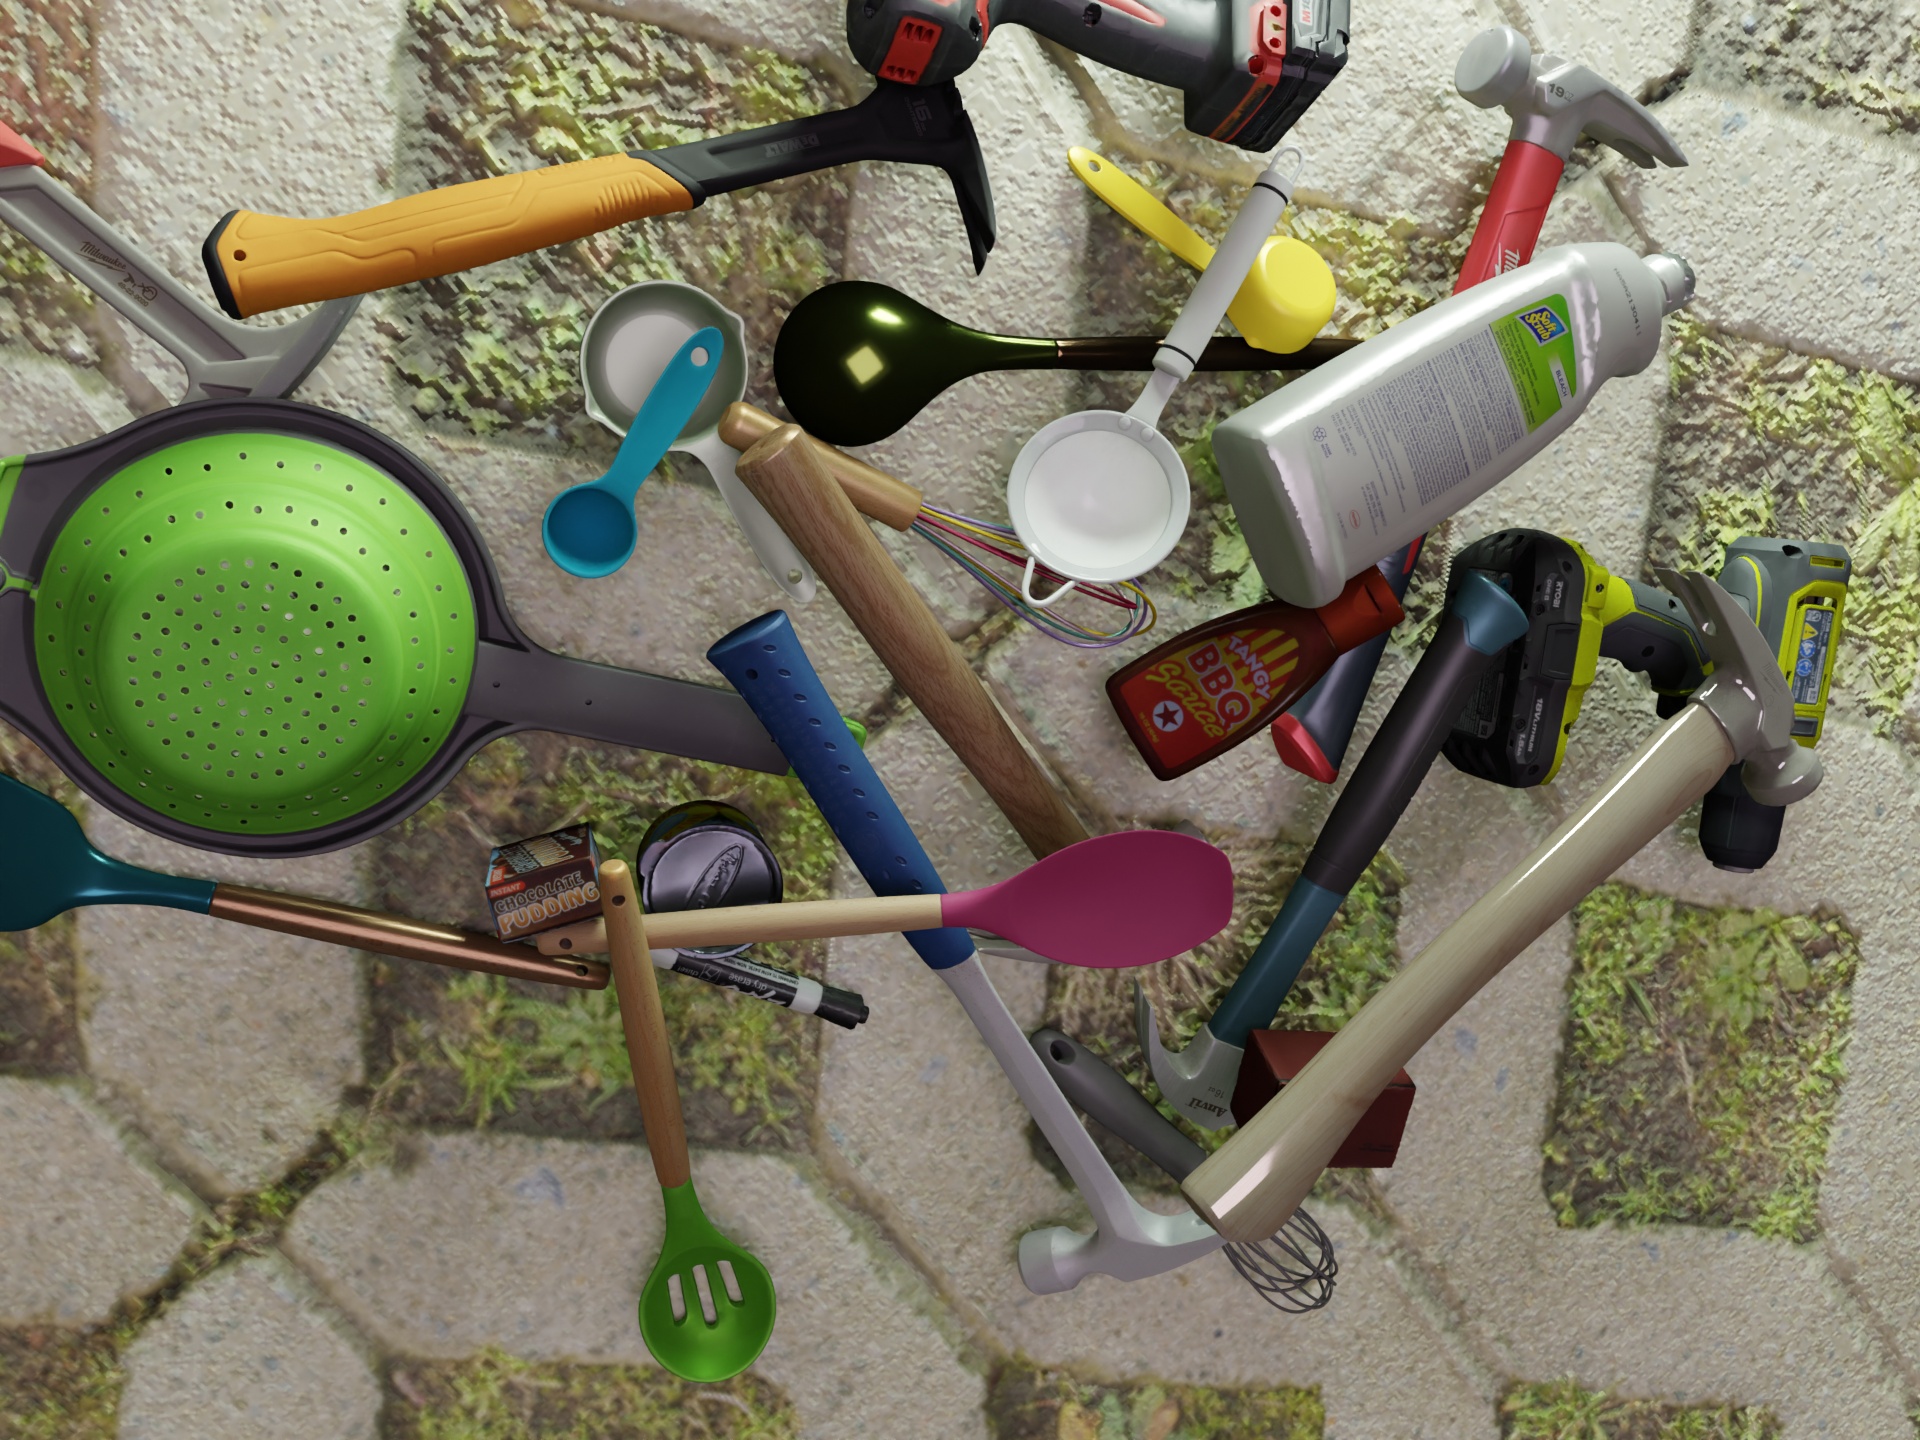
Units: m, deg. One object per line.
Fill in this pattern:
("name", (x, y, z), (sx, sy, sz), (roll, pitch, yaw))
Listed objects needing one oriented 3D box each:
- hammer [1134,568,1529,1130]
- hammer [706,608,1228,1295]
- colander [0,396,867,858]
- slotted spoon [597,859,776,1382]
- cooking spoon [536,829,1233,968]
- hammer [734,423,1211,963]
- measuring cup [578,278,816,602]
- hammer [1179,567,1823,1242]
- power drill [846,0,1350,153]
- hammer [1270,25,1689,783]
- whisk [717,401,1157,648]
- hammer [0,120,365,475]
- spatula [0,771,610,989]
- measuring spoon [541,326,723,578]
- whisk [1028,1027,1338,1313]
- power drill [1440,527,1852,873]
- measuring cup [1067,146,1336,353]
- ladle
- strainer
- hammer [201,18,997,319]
("hammer", (0.199, 0.075, 0.838), (0.128, 0.033, 0.331), (23, 105, -17))
("hammer", (0.007, 0.123, 0.779), (0.144, 0.035, 0.405), (-22, 110, 27))
("colander", (-0.218, -0.014, 0.694), (0.396, 0.095, 0.204), (12, 98, -22))
("slotted spoon", (-0.139, 0.199, 0.763), (0.070, 0.031, 0.313), (-12, 119, -13))
("cooking spoon", (-0.034, 0.088, 0.728), (0.319, 0.017, 0.068), (-4, 110, 0))
("hammer", (-0.001, -0.002, 0.774), (0.130, 0.031, 0.331), (-38, 117, -1))
("measuring cup", (-0.117, -0.128, 0.752), (0.083, 0.038, 0.167), (-34, 112, -8))
("hammer", (0.263, 0.098, 0.793), (0.410, 0.038, 0.146), (-40, 109, -11))
("power drill", (0.059, -0.367, 0.727), (0.226, 0.080, 0.188), (7, 77, -15))
("hammer", (0.262, -0.148, 0.843), (0.143, 0.038, 0.386), (16, 97, -28))
("whisk", (-0.003, -0.094, 0.768), (0.244, 0.047, 0.051), (24, 88, -25))
("hammer", (-0.422, -0.259, 0.647), (0.358, 0.037, 0.149), (41, 87, -18))
("spatula", (-0.316, 0.087, 0.729), (0.317, 0.044, 0.082), (15, 68, -19))
("measuring spoon", (-0.145, -0.122, 0.717), (0.042, 0.021, 0.128), (33, 86, -25))
("whisk", (0.124, 0.247, 0.874), (0.239, 0.055, 0.055), (42, 87, -13))
("power drill", (0.381, -0.013, 0.882), (0.228, 0.080, 0.190), (4, 98, -18))
("measuring cup", (0.122, -0.242, 0.790), (0.156, 0.029, 0.062), (33, 61, -12))
("ladle", (0.065, -0.180, 0.793), (0.320, 0.062, 0.078), (-5, 88, -21))
("strainer", (0.099, -0.163, 0.762), (0.087, 0.050, 0.258), (30, 88, 8))
("hammer", (-0.150, -0.223, 0.694), (0.337, 0.034, 0.127), (-18, 83, -16))
